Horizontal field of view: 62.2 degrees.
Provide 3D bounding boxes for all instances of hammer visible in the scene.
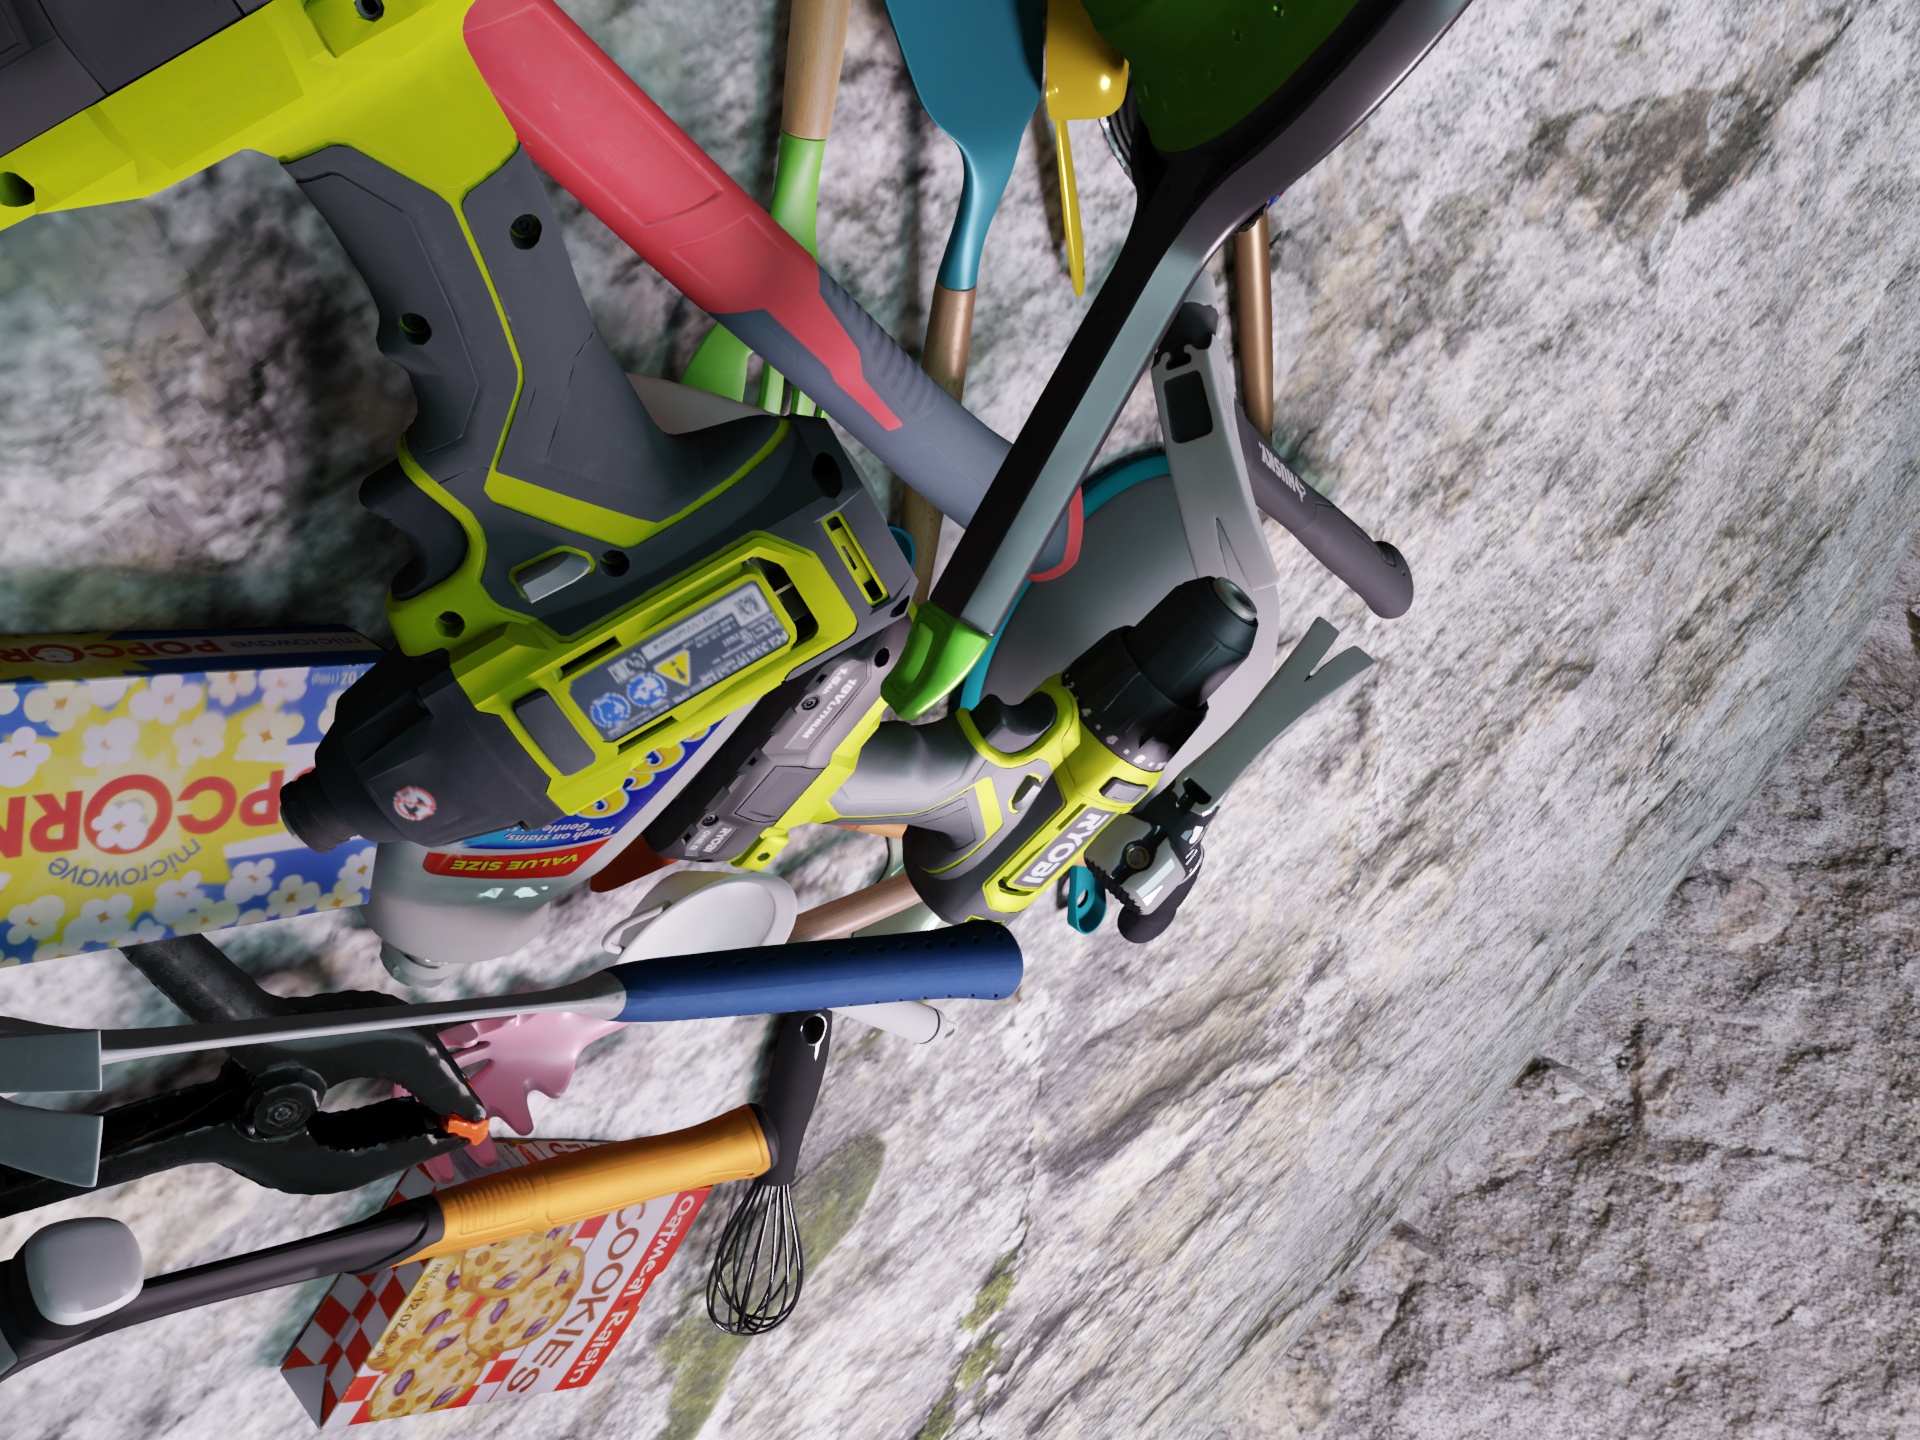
[{"bbox_3d":[0.180,-0.102,0.826,0.334,0.035,0.146,19,60,-59],"label":"hammer"},{"bbox_3d":[-0.073,-0.126,0.501,0.143,0.038,0.385,-52,141,2],"label":"hammer"},{"bbox_3d":[-0.123,0.093,0.525,0.405,0.144,0.035,3,87,-46],"label":"hammer"},{"bbox_3d":[-0.198,0.193,0.602,0.127,0.034,0.336,-40,156,29],"label":"hammer"},{"bbox_3d":[0.116,0.064,0.812,0.149,0.036,0.408,-45,168,-10],"label":"hammer"}]

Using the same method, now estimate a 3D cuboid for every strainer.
[{"bbox_3d":[-0.073,0.111,0.697,0.087,0.050,0.258,-45,141,8],"label":"strainer"},{"bbox_3d":[0.101,0.022,0.869,0.211,0.095,0.340,-34,142,-30],"label":"strainer"}]

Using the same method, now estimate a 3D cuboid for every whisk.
[{"bbox_3d":[-0.098,0.246,0.866,0.055,0.055,0.238,-15,128,-46],"label":"whisk"}]

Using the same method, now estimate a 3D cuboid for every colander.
[{"bbox_3d":[0.049,-0.189,0.475,0.094,0.205,0.397,28,96,-20],"label":"colander"}]

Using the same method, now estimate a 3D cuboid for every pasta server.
[{"bbox_3d":[-0.106,0.114,0.710,0.316,0.040,0.060,-19,119,-36],"label":"pasta server"}]

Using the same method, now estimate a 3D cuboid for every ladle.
[{"bbox_3d":[0.144,-0.228,0.727,0.319,0.062,0.078,70,36,-57],"label":"ladle"}]

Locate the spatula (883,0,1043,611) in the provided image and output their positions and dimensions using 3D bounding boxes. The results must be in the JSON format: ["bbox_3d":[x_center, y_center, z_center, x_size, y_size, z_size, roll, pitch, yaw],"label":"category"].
[{"bbox_3d":[-0.011,-0.154,0.622,0.082,0.044,0.317,-30,146,-36],"label":"spatula"}]

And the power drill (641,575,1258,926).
[{"bbox_3d":[-0.001,-0.002,0.625,0.228,0.080,0.190,15,127,-46],"label":"power drill"}]

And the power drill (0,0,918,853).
[{"bbox_3d":[-0.131,-0.074,0.361,0.171,0.080,0.223,-29,124,1],"label":"power drill"}]

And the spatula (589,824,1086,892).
[{"bbox_3d":[-0.027,0.052,0.742,0.322,0.041,0.081,13,112,-41],"label":"spatula"}]

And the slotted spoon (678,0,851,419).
[{"bbox_3d":[-0.048,-0.214,0.509,0.070,0.031,0.313,-15,130,-38],"label":"slotted spoon"}]

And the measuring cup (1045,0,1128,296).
[{"bbox_3d":[0.053,-0.222,0.616,0.156,0.029,0.062,76,20,-60],"label":"measuring cup"}]

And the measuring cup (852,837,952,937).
[{"bbox_3d":[-0.017,0.077,0.816,0.083,0.038,0.167,-36,146,-28],"label":"measuring cup"}]

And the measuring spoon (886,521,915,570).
[{"bbox_3d":[-0.073,-0.067,0.633,0.128,0.021,0.042,1,122,-43],"label":"measuring spoon"}]
